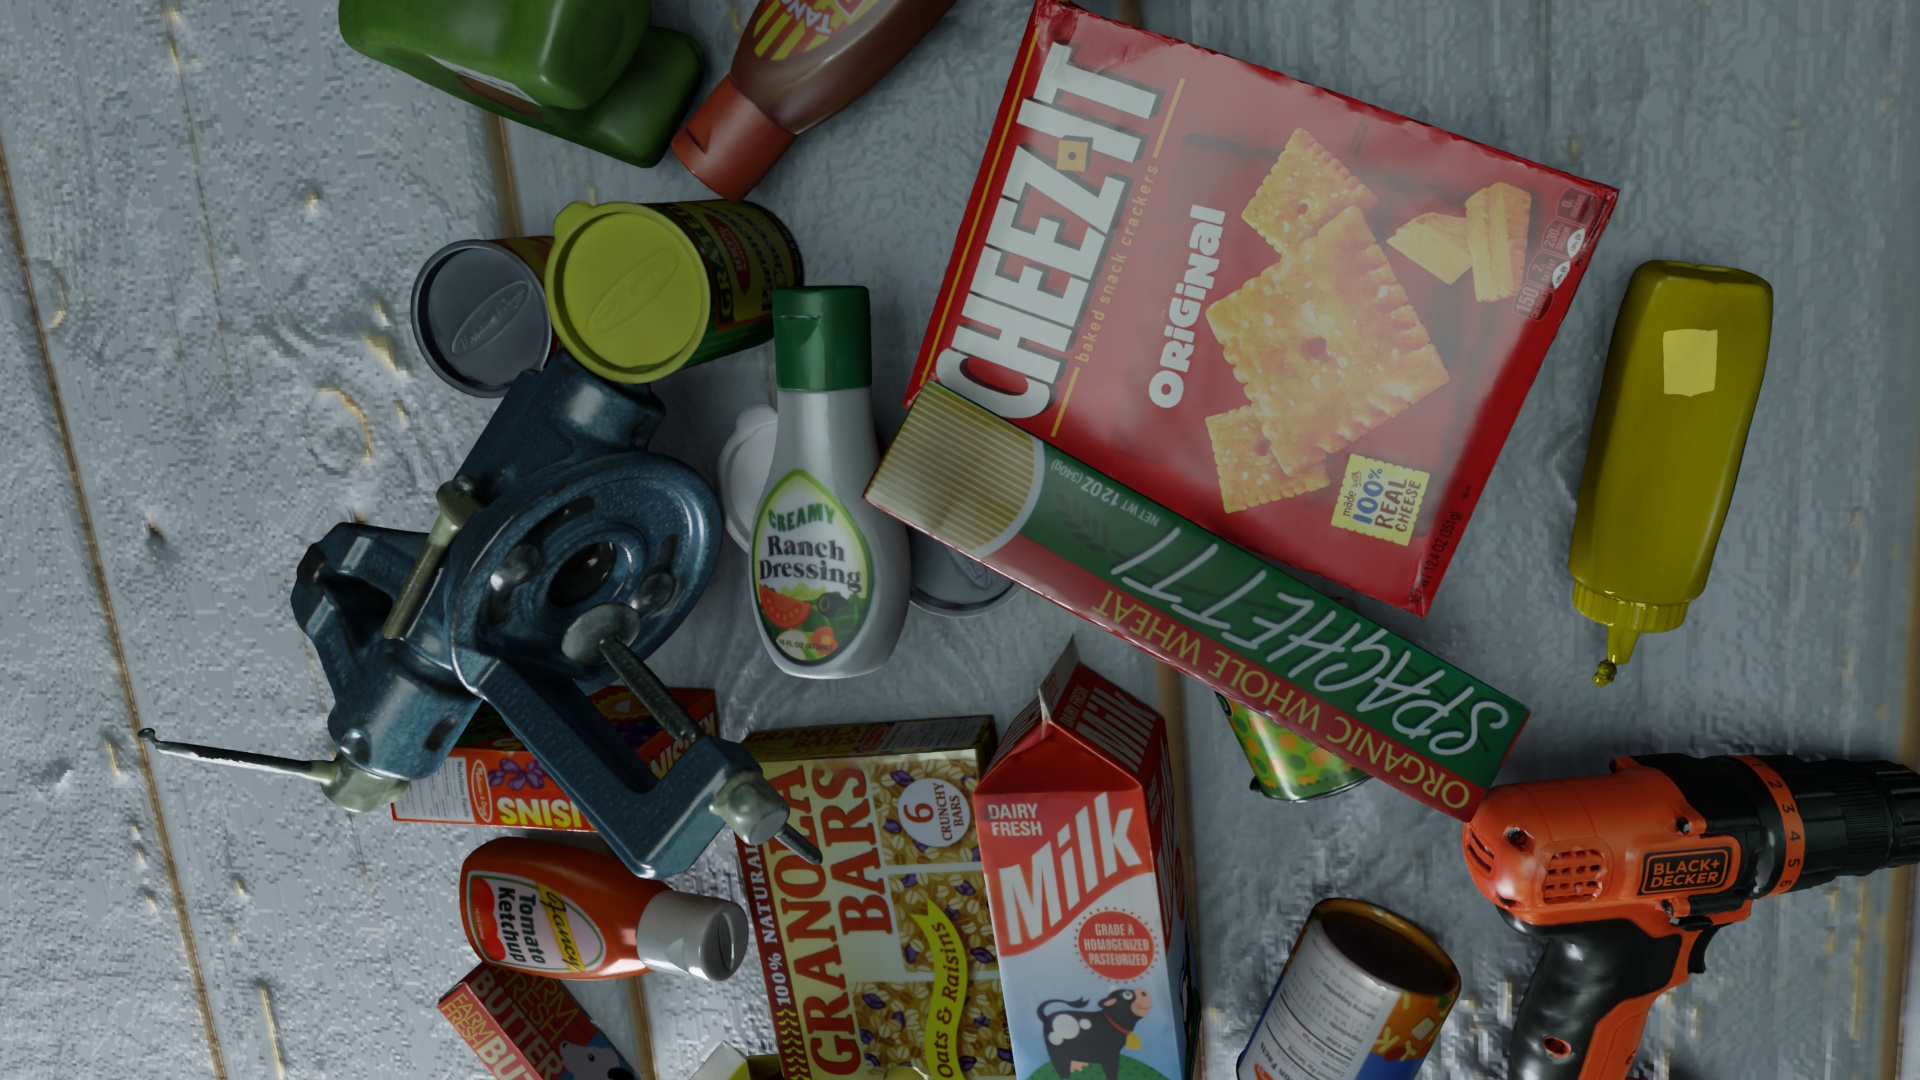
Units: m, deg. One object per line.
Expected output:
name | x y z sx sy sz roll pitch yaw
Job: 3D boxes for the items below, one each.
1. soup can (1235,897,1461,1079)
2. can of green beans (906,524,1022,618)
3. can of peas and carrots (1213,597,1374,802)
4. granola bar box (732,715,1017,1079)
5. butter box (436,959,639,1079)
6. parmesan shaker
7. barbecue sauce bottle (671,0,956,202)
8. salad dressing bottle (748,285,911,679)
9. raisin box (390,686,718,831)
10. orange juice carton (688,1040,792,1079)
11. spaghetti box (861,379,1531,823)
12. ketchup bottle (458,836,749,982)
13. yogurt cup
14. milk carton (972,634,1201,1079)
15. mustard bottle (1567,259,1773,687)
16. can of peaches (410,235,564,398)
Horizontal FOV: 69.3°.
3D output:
soup can | 0.164 0.204 0.586 0.071 0.071 0.083 22 108 8
can of green beans | 0.004 -0.008 0.575 0.071 0.058 0.071 4 105 14
can of peas and carrots | 0.137 0.063 0.555 0.071 0.071 0.058 -24 96 19
granola bar box | -0.034 0.168 0.641 0.124 0.039 0.165 -6 102 16
butter box | -0.213 0.254 0.702 0.024 0.053 0.103 -37 93 19
parmesan shaker | -0.112 -0.106 0.556 0.071 0.103 0.071 4 106 13
barbecue sauce bottle | -0.053 -0.199 0.543 0.148 0.044 0.065 -45 65 18
salad dressing bottle | -0.051 -0.023 0.533 0.064 0.044 0.147 4 102 24
raisin box | -0.184 0.098 0.637 0.123 0.086 0.040 -1 103 15
orange juice carton | -0.058 0.323 0.669 0.193 0.073 0.071 38 110 3
spaghetti box | 0.085 0.022 0.502 0.250 0.028 0.050 28 89 -1
ketchup bottle | -0.170 0.180 0.660 0.149 0.044 0.064 0 104 28
yogurt cup | -0.063 -0.026 0.590 0.072 0.054 0.072 4 105 14
milk carton | 0.054 0.140 0.593 0.073 0.072 0.190 -5 103 16
mustard bottle | 0.254 -0.019 0.507 0.049 0.065 0.159 9 112 18
can of peaches | -0.191 -0.097 0.604 0.071 0.058 0.071 3 105 13
